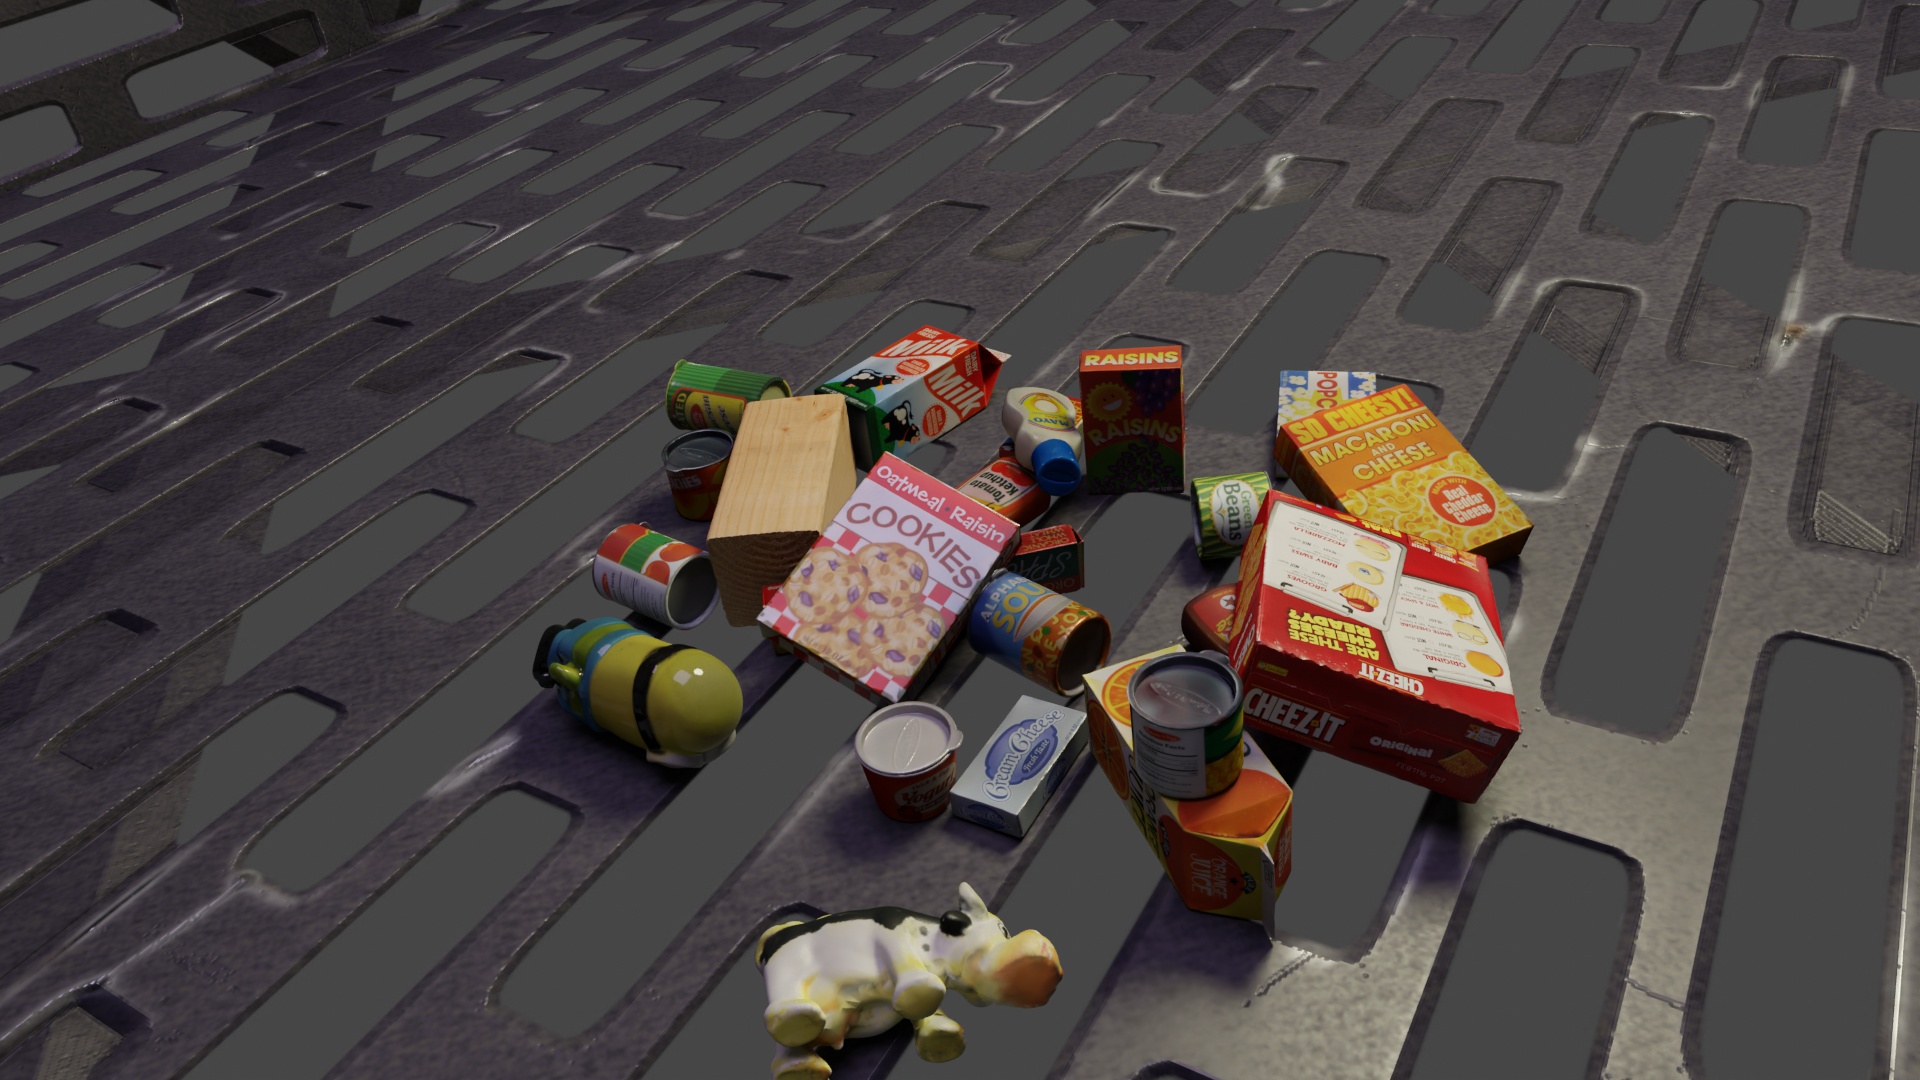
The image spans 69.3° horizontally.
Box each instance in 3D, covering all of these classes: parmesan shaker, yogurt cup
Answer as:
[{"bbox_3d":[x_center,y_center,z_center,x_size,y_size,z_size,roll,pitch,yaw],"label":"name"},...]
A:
[{"bbox_3d":[-0.222,-0.134,1.333,0.103,0.071,0.072,11,39,24],"label":"parmesan shaker"},{"bbox_3d":[-0.033,0.149,0.921,0.072,0.053,0.073,-5,35,4],"label":"yogurt cup"}]

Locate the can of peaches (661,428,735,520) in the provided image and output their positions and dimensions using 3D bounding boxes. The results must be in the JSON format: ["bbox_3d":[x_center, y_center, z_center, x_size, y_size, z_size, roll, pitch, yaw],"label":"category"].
[{"bbox_3d":[-0.230,-0.057,1.240,0.071,0.057,0.071,-5,36,4],"label":"can of peaches"}]

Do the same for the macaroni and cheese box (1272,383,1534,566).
[{"bbox_3d":[0.342,-0.040,1.089,0.124,0.040,0.167,-18,53,-15],"label":"macaroni and cheese box"}]

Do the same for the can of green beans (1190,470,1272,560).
[{"bbox_3d":[0.215,-0.019,1.097,0.058,0.071,0.071,-6,35,3],"label":"can of green beans"}]

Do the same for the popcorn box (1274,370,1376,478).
[{"bbox_3d":[0.321,-0.103,1.216,0.085,0.038,0.127,4,37,13],"label":"popcorn box"}]

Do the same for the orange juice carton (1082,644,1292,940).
[{"bbox_3d":[0.147,0.155,0.863,0.073,0.071,0.193,-17,36,-11],"label":"orange juice carton"}]

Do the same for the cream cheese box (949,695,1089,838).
[{"bbox_3d":[0.041,0.150,0.931,0.053,0.024,0.104,13,40,28],"label":"cream cheese box"}]

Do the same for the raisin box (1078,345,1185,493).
[{"bbox_3d":[0.147,-0.101,1.174,0.086,0.122,0.040,-1,36,10],"label":"raisin box"}]

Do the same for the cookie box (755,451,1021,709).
[{"bbox_3d":[-0.050,0.030,1.027,0.123,0.040,0.168,29,67,15],"label":"cookie box"}]

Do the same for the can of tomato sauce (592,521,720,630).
[{"bbox_3d":[-0.241,0.028,1.117,0.083,0.070,0.071,19,43,31],"label":"can of tomato sauce"}]

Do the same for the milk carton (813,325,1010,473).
[{"bbox_3d":[-0.040,-0.143,1.310,0.072,0.073,0.191,24,46,37],"label":"milk carton"}]

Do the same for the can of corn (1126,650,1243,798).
[{"bbox_3d":[0.135,0.107,0.818,0.071,0.058,0.071,-6,35,4],"label":"can of corn"}]

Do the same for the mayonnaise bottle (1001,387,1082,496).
[{"bbox_3d":[0.073,-0.085,1.173,0.065,0.041,0.149,7,26,-9],"label":"mayonnaise bottle"}]

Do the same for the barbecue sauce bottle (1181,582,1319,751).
[{"bbox_3d":[0.216,0.088,0.968,0.065,0.043,0.149,-17,37,-16],"label":"barbecue sauce bottle"}]

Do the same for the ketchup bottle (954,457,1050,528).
[{"bbox_3d":[0.004,-0.014,1.149,0.149,0.043,0.065,-34,47,-31],"label":"ketchup bottle"}]

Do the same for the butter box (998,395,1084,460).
[{"bbox_3d":[0.081,-0.096,1.264,0.053,0.024,0.104,14,41,26],"label":"butter box"}]

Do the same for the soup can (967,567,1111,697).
[{"bbox_3d":[0.057,0.066,1.004,0.084,0.071,0.072,25,47,37],"label":"soup can"}]

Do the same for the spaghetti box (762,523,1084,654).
[{"bbox_3d":[-0.027,0.037,1.078,0.250,0.050,0.029,-12,37,-6],"label":"spaghetti box"}]
